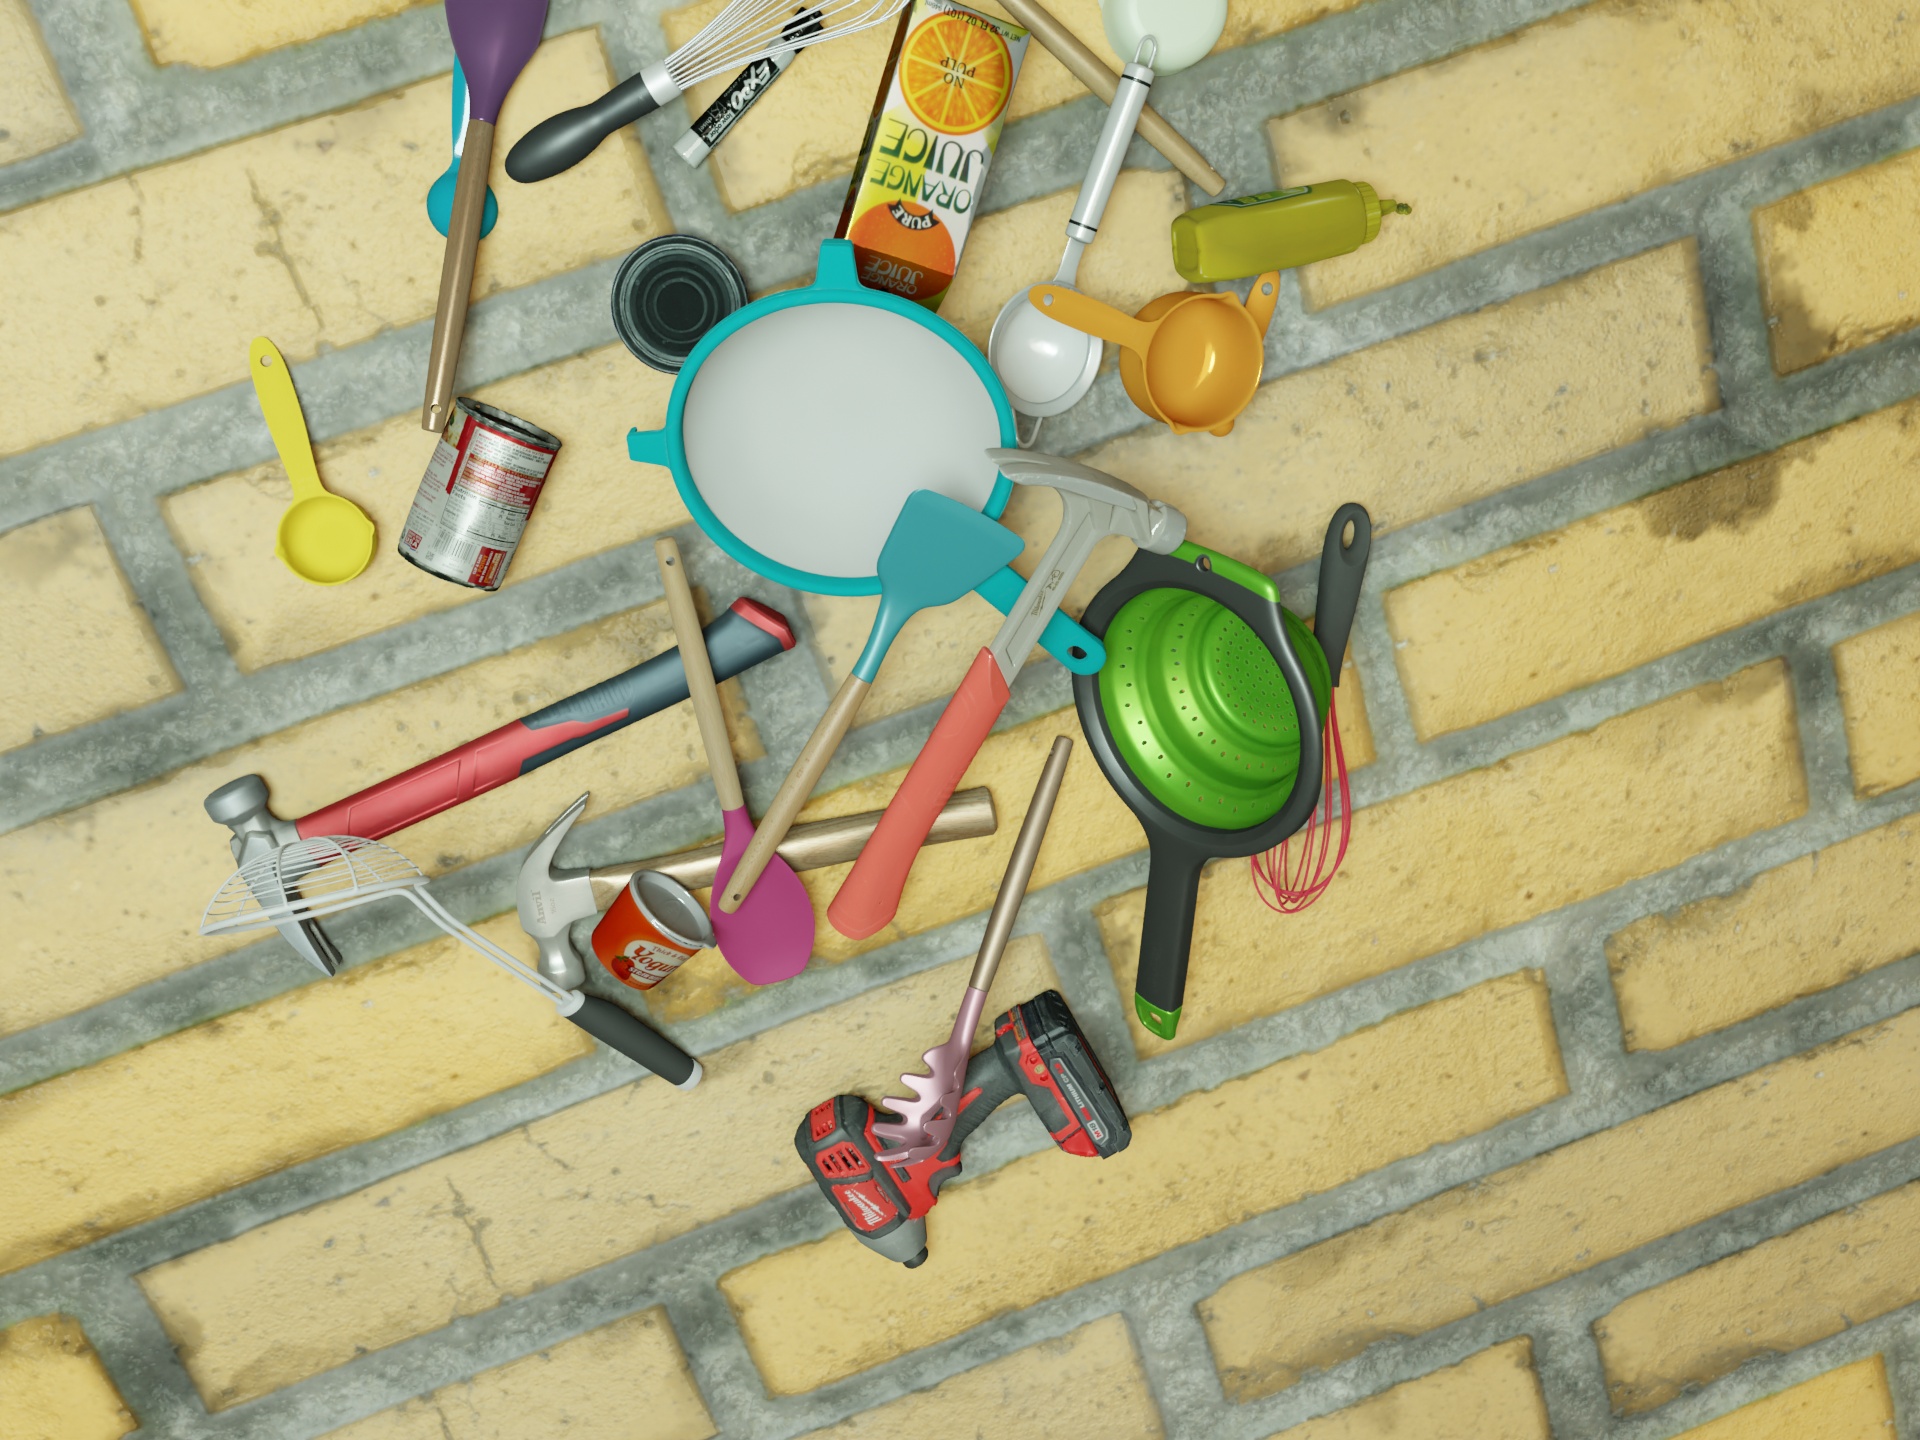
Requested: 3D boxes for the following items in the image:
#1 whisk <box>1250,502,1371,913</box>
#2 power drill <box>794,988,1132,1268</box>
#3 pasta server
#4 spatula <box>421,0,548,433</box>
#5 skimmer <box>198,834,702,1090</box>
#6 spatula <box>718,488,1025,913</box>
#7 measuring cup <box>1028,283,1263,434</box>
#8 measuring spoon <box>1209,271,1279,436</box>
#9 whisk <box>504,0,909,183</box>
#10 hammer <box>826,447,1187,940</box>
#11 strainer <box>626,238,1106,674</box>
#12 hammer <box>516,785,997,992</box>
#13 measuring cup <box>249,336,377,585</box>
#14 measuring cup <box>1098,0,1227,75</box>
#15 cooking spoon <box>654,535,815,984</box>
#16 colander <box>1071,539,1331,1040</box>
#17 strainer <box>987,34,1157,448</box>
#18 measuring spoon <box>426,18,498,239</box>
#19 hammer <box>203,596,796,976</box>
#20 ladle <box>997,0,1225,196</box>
[{"bbox_3d":[0.254,-0.007,1.127,0.073,0.073,0.296,6,97,-12],"label":"whisk"},{"bbox_3d":[0.005,0.305,1.159,0.219,0.079,0.143,-29,107,2],"label":"power drill"},{"bbox_3d":[0.015,0.157,1.099,0.040,0.060,0.316,24,83,-31],"label":"pasta server"},{"bbox_3d":[-0.289,-0.328,0.939,0.059,0.018,0.316,9,94,-15],"label":"spatula"},{"bbox_3d":[-0.302,0.178,1.012,0.127,0.090,0.362,-17,135,33],"label":"skimmer"},{"bbox_3d":[-0.075,-0.002,1.014,0.082,0.044,0.317,24,105,-26],"label":"spatula"},{"bbox_3d":[0.110,-0.246,1.021,0.173,0.052,0.095,16,102,-24],"label":"measuring cup"},{"bbox_3d":[0.192,-0.247,1.069,0.021,0.011,0.117,15,102,-14],"label":"measuring spoon"},{"bbox_3d":[-0.148,-0.391,0.932,0.284,0.070,0.070,-26,109,11],"label":"whisk"},{"bbox_3d":[-0.002,-0.003,1.012,0.149,0.037,0.359,12,120,-37],"label":"hammer"},{"bbox_3d":[-0.026,-0.152,1.014,0.211,0.095,0.340,-37,122,27],"label":"strainer"},{"bbox_3d":[-0.138,0.091,1.095,0.331,0.031,0.130,-11,107,-7],"label":"hammer"},{"bbox_3d":[-0.407,-0.160,0.987,0.062,0.029,0.156,-17,96,-5],"label":"measuring cup"},{"bbox_3d":[0.138,-0.487,0.979,0.083,0.038,0.167,8,106,-12],"label":"measuring cup"},{"bbox_3d":[-0.155,0.033,1.046,0.068,0.017,0.318,-14,110,-7],"label":"cooking spoon"},{"bbox_3d":[0.176,0.051,1.107,0.094,0.205,0.396,-26,131,-38],"label":"colander"},{"bbox_3d":[0.073,-0.301,1.005,0.086,0.050,0.258,9,111,-33],"label":"strainer"},{"bbox_3d":[-0.295,-0.351,0.949,0.042,0.021,0.128,5,105,-12],"label":"measuring spoon"},{"bbox_3d":[-0.283,0.031,1.050,0.386,0.038,0.143,-25,109,-3],"label":"hammer"},{"bbox_3d":[0.054,-0.437,0.971,0.320,0.078,0.062,35,129,-21],"label":"ladle"}]
